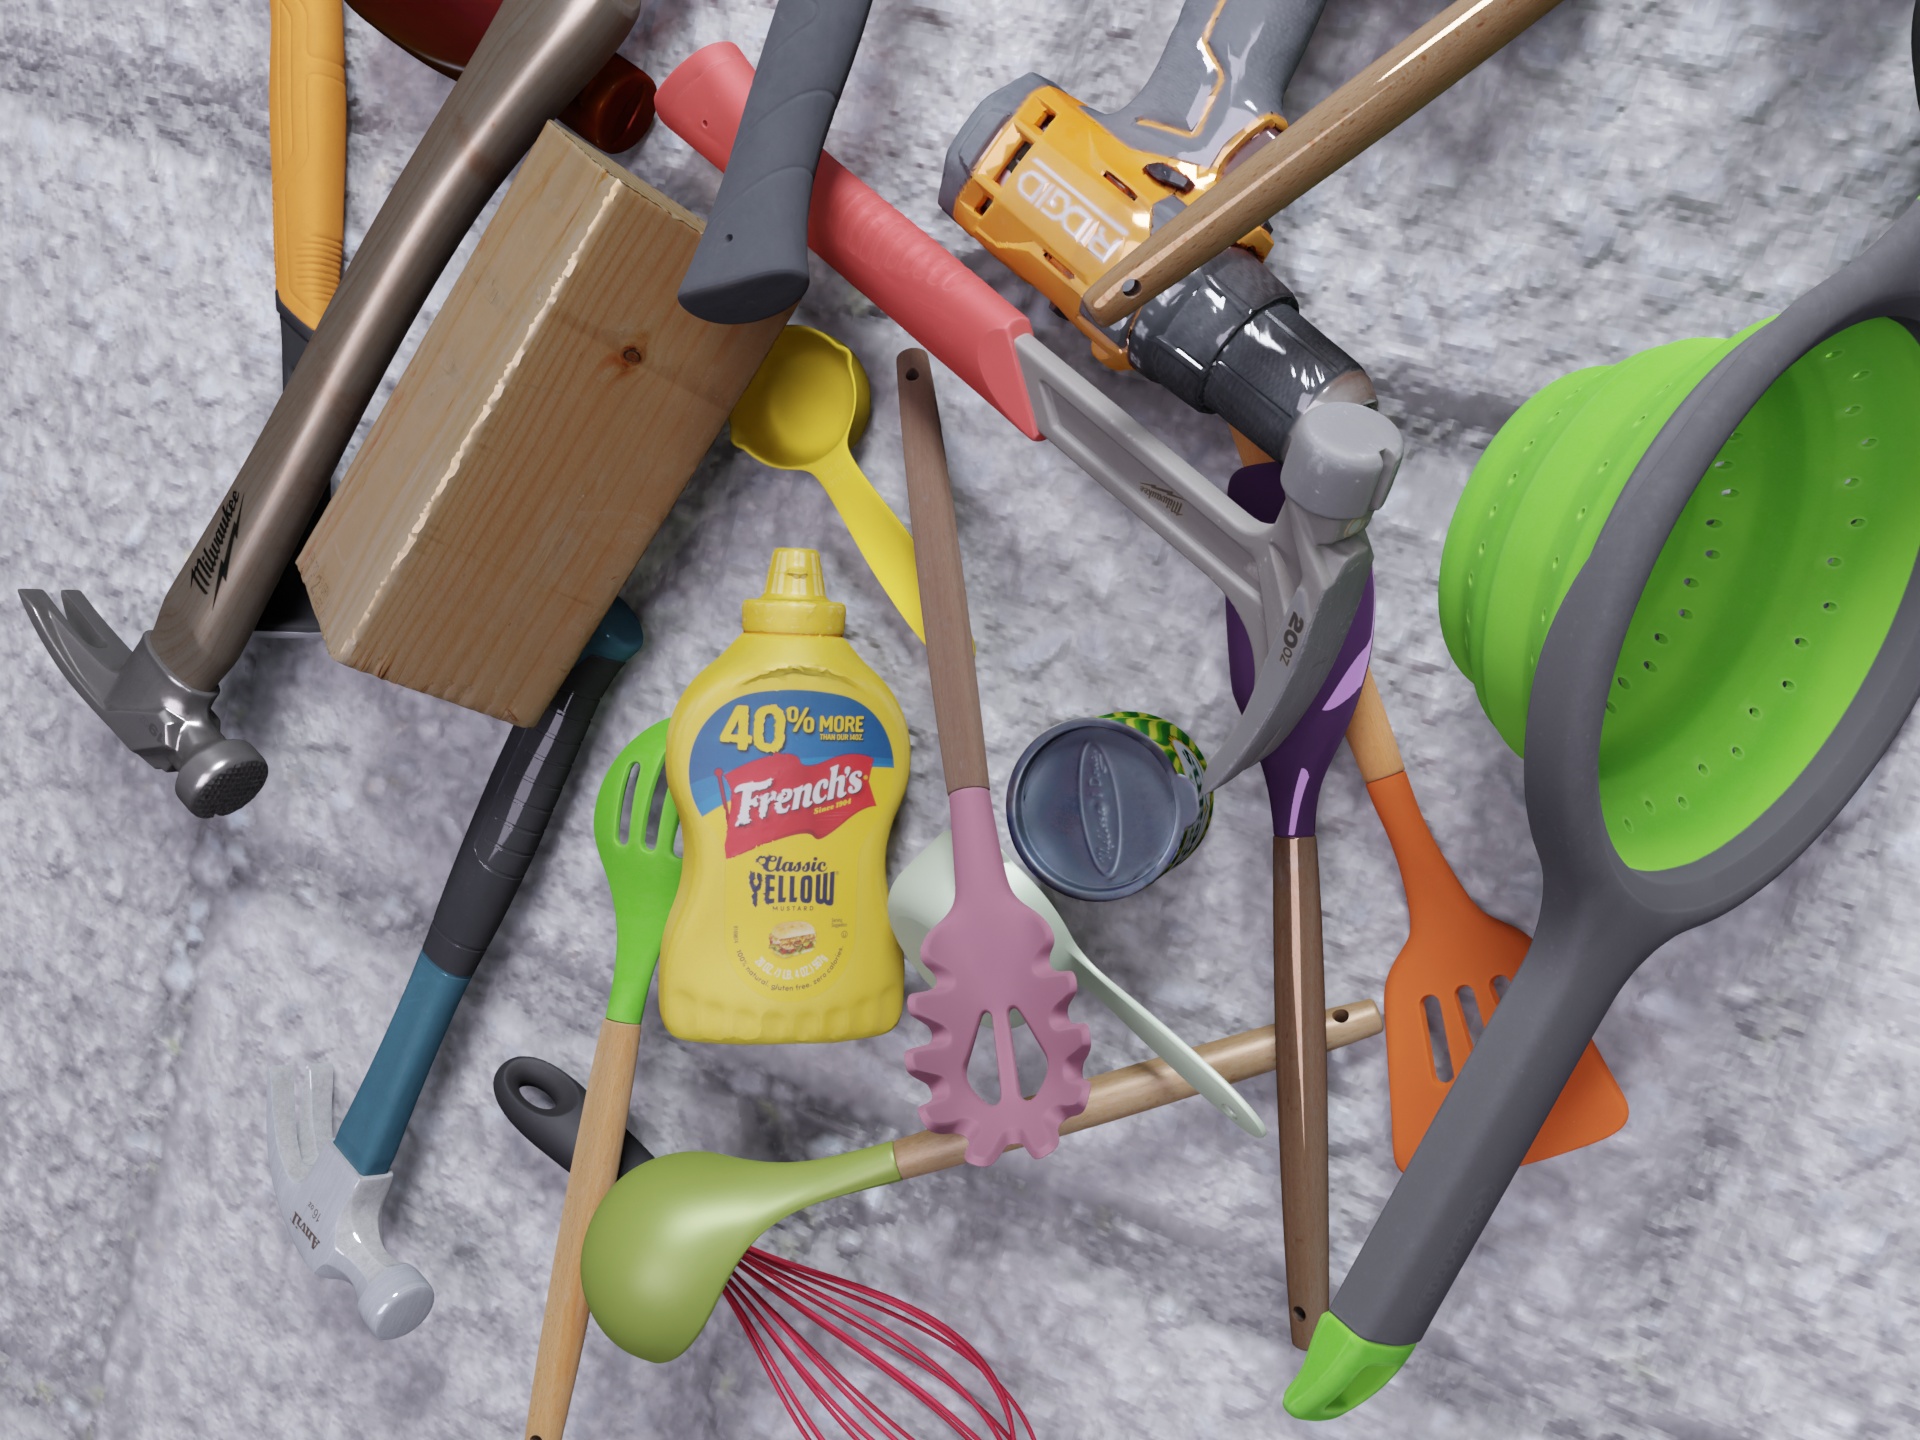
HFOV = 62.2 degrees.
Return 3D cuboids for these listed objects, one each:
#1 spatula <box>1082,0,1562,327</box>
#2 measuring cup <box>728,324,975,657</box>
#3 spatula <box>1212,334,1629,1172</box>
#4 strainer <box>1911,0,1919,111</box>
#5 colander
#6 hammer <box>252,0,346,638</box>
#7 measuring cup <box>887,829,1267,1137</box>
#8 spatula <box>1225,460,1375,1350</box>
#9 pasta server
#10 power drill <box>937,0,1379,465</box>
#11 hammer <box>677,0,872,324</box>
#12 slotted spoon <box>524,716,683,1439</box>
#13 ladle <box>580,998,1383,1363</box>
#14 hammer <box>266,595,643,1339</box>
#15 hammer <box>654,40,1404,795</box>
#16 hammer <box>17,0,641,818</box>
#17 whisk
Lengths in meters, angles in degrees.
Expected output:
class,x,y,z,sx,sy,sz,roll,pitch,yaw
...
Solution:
class,x,y,z,sx,sy,sz,roll,pitch,yaw
spatula,0.167,-0.215,0.465,0.317,0.044,0.082,-35,111,10
measuring cup,-0.037,-0.088,0.640,0.062,0.029,0.156,-34,89,19
spatula,0.142,-0.002,0.568,0.081,0.041,0.323,-22,84,25
strainer,0.282,-0.212,0.451,0.256,0.069,0.151,8,114,-12
colander,0.179,0.027,0.496,0.095,0.204,0.397,34,99,47
hammer,-0.289,-0.205,0.718,0.127,0.034,0.337,1,93,21
measuring cup,0.036,0.105,0.577,0.038,0.083,0.168,-38,56,-23
spatula,0.121,0.066,0.562,0.060,0.018,0.316,1,93,42
pasta server,-0.001,-0.002,0.570,0.060,0.040,0.316,-9,69,4
power drill,0.119,-0.211,0.534,0.185,0.084,0.226,47,109,22
hammer,-0.029,-0.336,0.569,0.149,0.036,0.409,14,84,22
slotted spoon,-0.142,0.150,0.654,0.070,0.031,0.314,9,85,15
ladle,0.005,0.165,0.603,0.320,0.078,0.062,-18,132,4
hammer,-0.219,0.094,0.699,0.128,0.033,0.331,31,99,33
hammer,0.000,-0.136,0.576,0.359,0.036,0.149,45,145,27
hammer,-0.266,-0.157,0.672,0.146,0.038,0.410,42,107,15
whisk,-0.088,0.231,0.659,0.296,0.073,0.073,33,103,21
